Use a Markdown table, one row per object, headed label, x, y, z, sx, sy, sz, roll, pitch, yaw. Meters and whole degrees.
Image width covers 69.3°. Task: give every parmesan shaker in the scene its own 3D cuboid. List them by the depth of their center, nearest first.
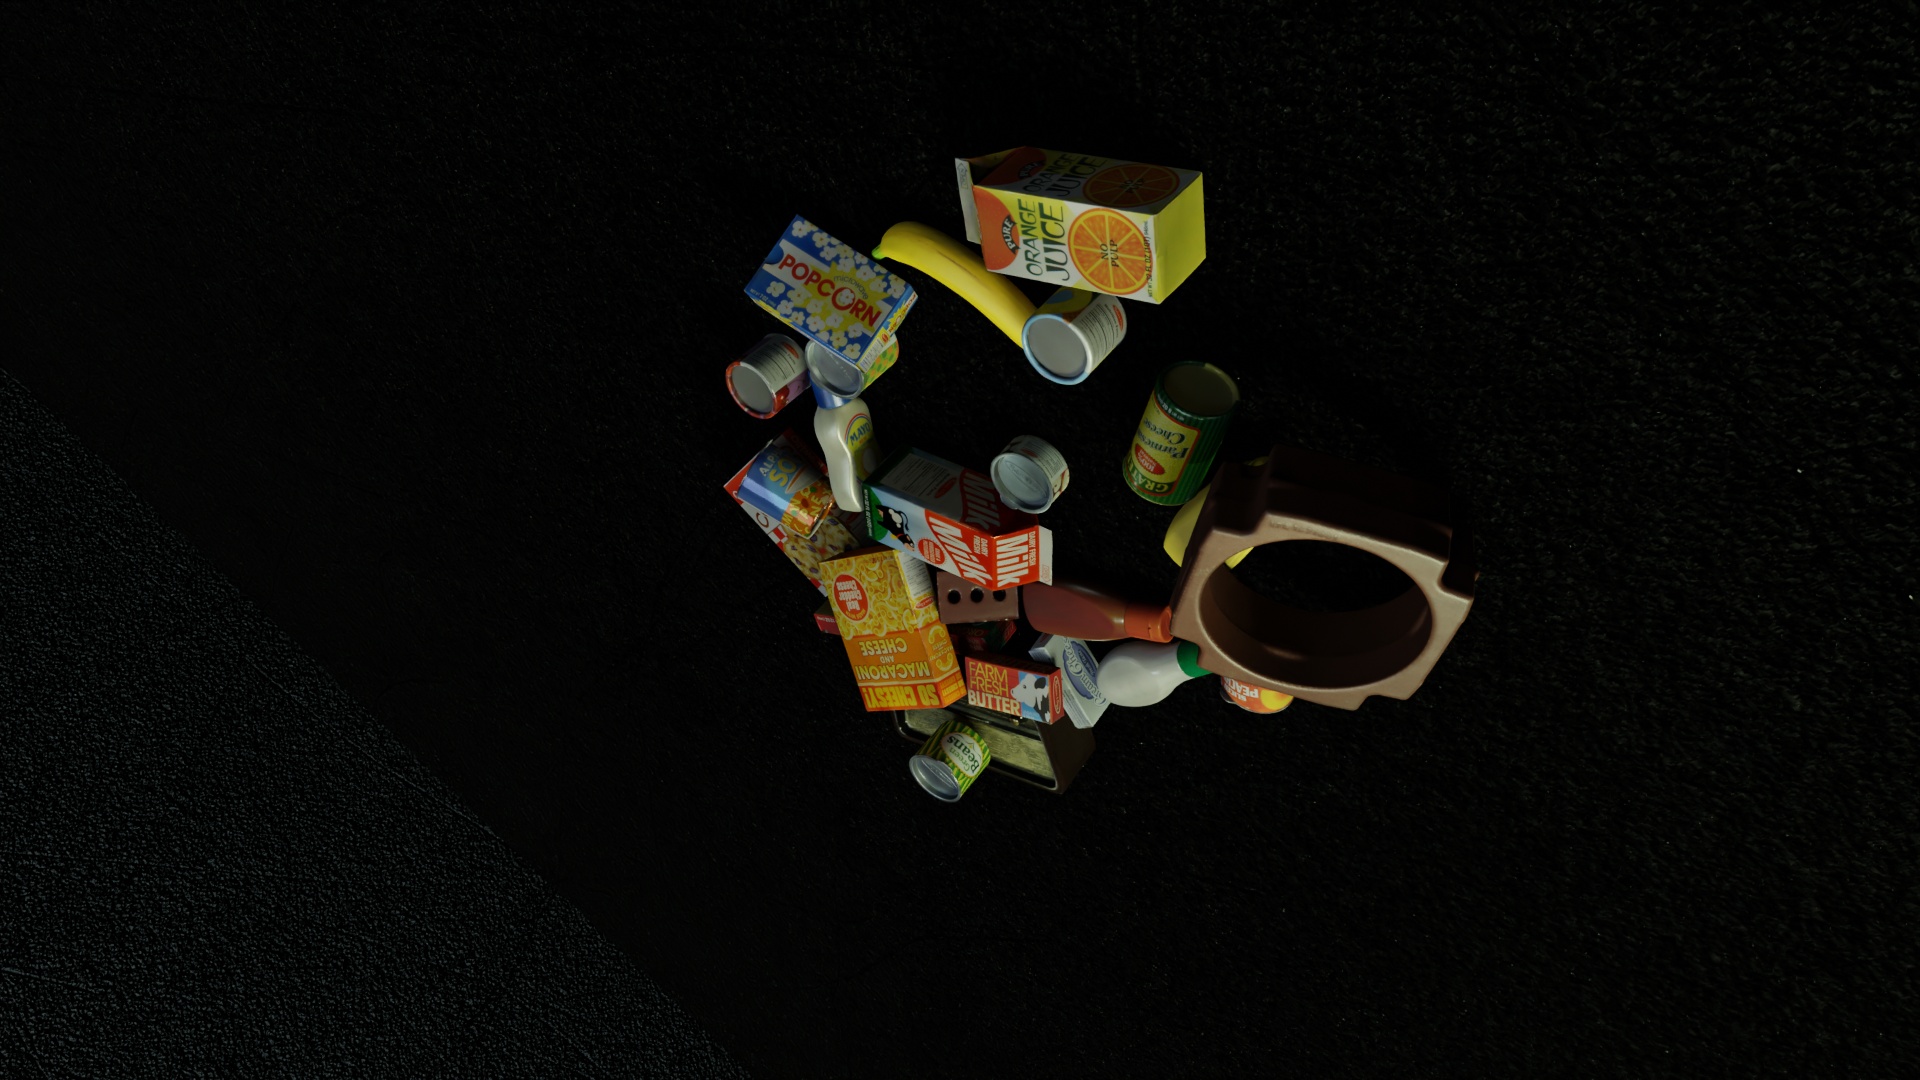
| label | x | y | z | sx | sy | sz | roll | pitch | yaw |
| --- | --- | --- | --- | --- | --- | --- | --- | --- | --- |
| parmesan shaker | 0.172 | -0.087 | 1.101 | 0.071 | 0.072 | 0.102 | 33 | 142 | 14 |

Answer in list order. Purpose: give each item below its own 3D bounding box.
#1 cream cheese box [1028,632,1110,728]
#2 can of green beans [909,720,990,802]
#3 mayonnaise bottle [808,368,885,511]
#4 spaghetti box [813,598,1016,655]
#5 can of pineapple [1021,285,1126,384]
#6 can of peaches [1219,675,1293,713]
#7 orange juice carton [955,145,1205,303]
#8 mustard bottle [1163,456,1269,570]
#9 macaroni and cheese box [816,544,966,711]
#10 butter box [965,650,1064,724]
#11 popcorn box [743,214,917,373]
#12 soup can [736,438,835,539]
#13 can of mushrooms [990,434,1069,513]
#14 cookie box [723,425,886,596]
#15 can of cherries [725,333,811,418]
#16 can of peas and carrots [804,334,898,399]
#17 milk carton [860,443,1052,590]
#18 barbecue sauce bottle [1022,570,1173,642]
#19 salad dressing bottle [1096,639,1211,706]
| label | x | y | z | sx | sy | sz | roll | pitch | yaw |
| --- | --- | --- | --- | --- | --- | --- | --- | --- | --- |
| cream cheese box | 0.112 | 0.131 | 1.381 | 0.024 | 0.054 | 0.103 | -12 | 118 | 46 |
| can of green beans | -0.011 | 0.233 | 1.468 | 0.071 | 0.058 | 0.071 | 26 | 140 | 24 |
| mayonnaise bottle | -0.111 | -0.104 | 1.352 | 0.041 | 0.065 | 0.147 | 9 | 128 | 36 |
| spaghetti box | -0.053 | 0.087 | 1.493 | 0.250 | 0.050 | 0.028 | 5 | 130 | 40 |
| can of pineapple | 0.089 | -0.166 | 1.106 | 0.071 | 0.058 | 0.070 | 25 | 140 | 23 |
| can of peaches | 0.262 | 0.107 | 1.203 | 0.071 | 0.071 | 0.057 | 27 | 139 | 21 |
| orange juice carton | 0.079 | -0.239 | 1.031 | 0.193 | 0.073 | 0.071 | 18 | 137 | 31 |
| mustard bottle | 0.226 | -0.026 | 1.123 | 0.065 | 0.049 | 0.159 | 39 | 143 | 0 |
| macaroni and cheese box | -0.069 | 0.088 | 1.417 | 0.123 | 0.040 | 0.166 | -10 | 101 | 46 |
| butter box | 0.052 | 0.143 | 1.367 | 0.103 | 0.024 | 0.053 | 9 | 112 | 36 |
| popcorn box | -0.113 | -0.216 | 1.218 | 0.127 | 0.085 | 0.038 | 34 | 177 | 13 |
| soup can | -0.171 | -0.052 | 1.395 | 0.084 | 0.072 | 0.071 | 31 | 143 | 1 |
| can of mushrooms | 0.062 | -0.059 | 1.257 | 0.071 | 0.034 | 0.070 | 24 | 140 | 23 |
| cookie box | -0.164 | -0.030 | 1.491 | 0.167 | 0.040 | 0.122 | 48 | 143 | -7 |
| can of cherries | -0.189 | -0.160 | 1.370 | 0.071 | 0.059 | 0.071 | 24 | 139 | 23 |
| can of peas and carrots | -0.100 | -0.172 | 1.276 | 0.071 | 0.059 | 0.070 | 26 | 141 | 23 |
| milk carton | 0.005 | -0.017 | 1.318 | 0.191 | 0.074 | 0.072 | 22 | 138 | 26 |
| barbecue sauce bottle | 0.131 | 0.066 | 1.308 | 0.148 | 0.044 | 0.064 | 9 | 128 | 37 |
| salad dressing bottle | 0.191 | 0.118 | 1.304 | 0.064 | 0.044 | 0.147 | 52 | 142 | -11 |
